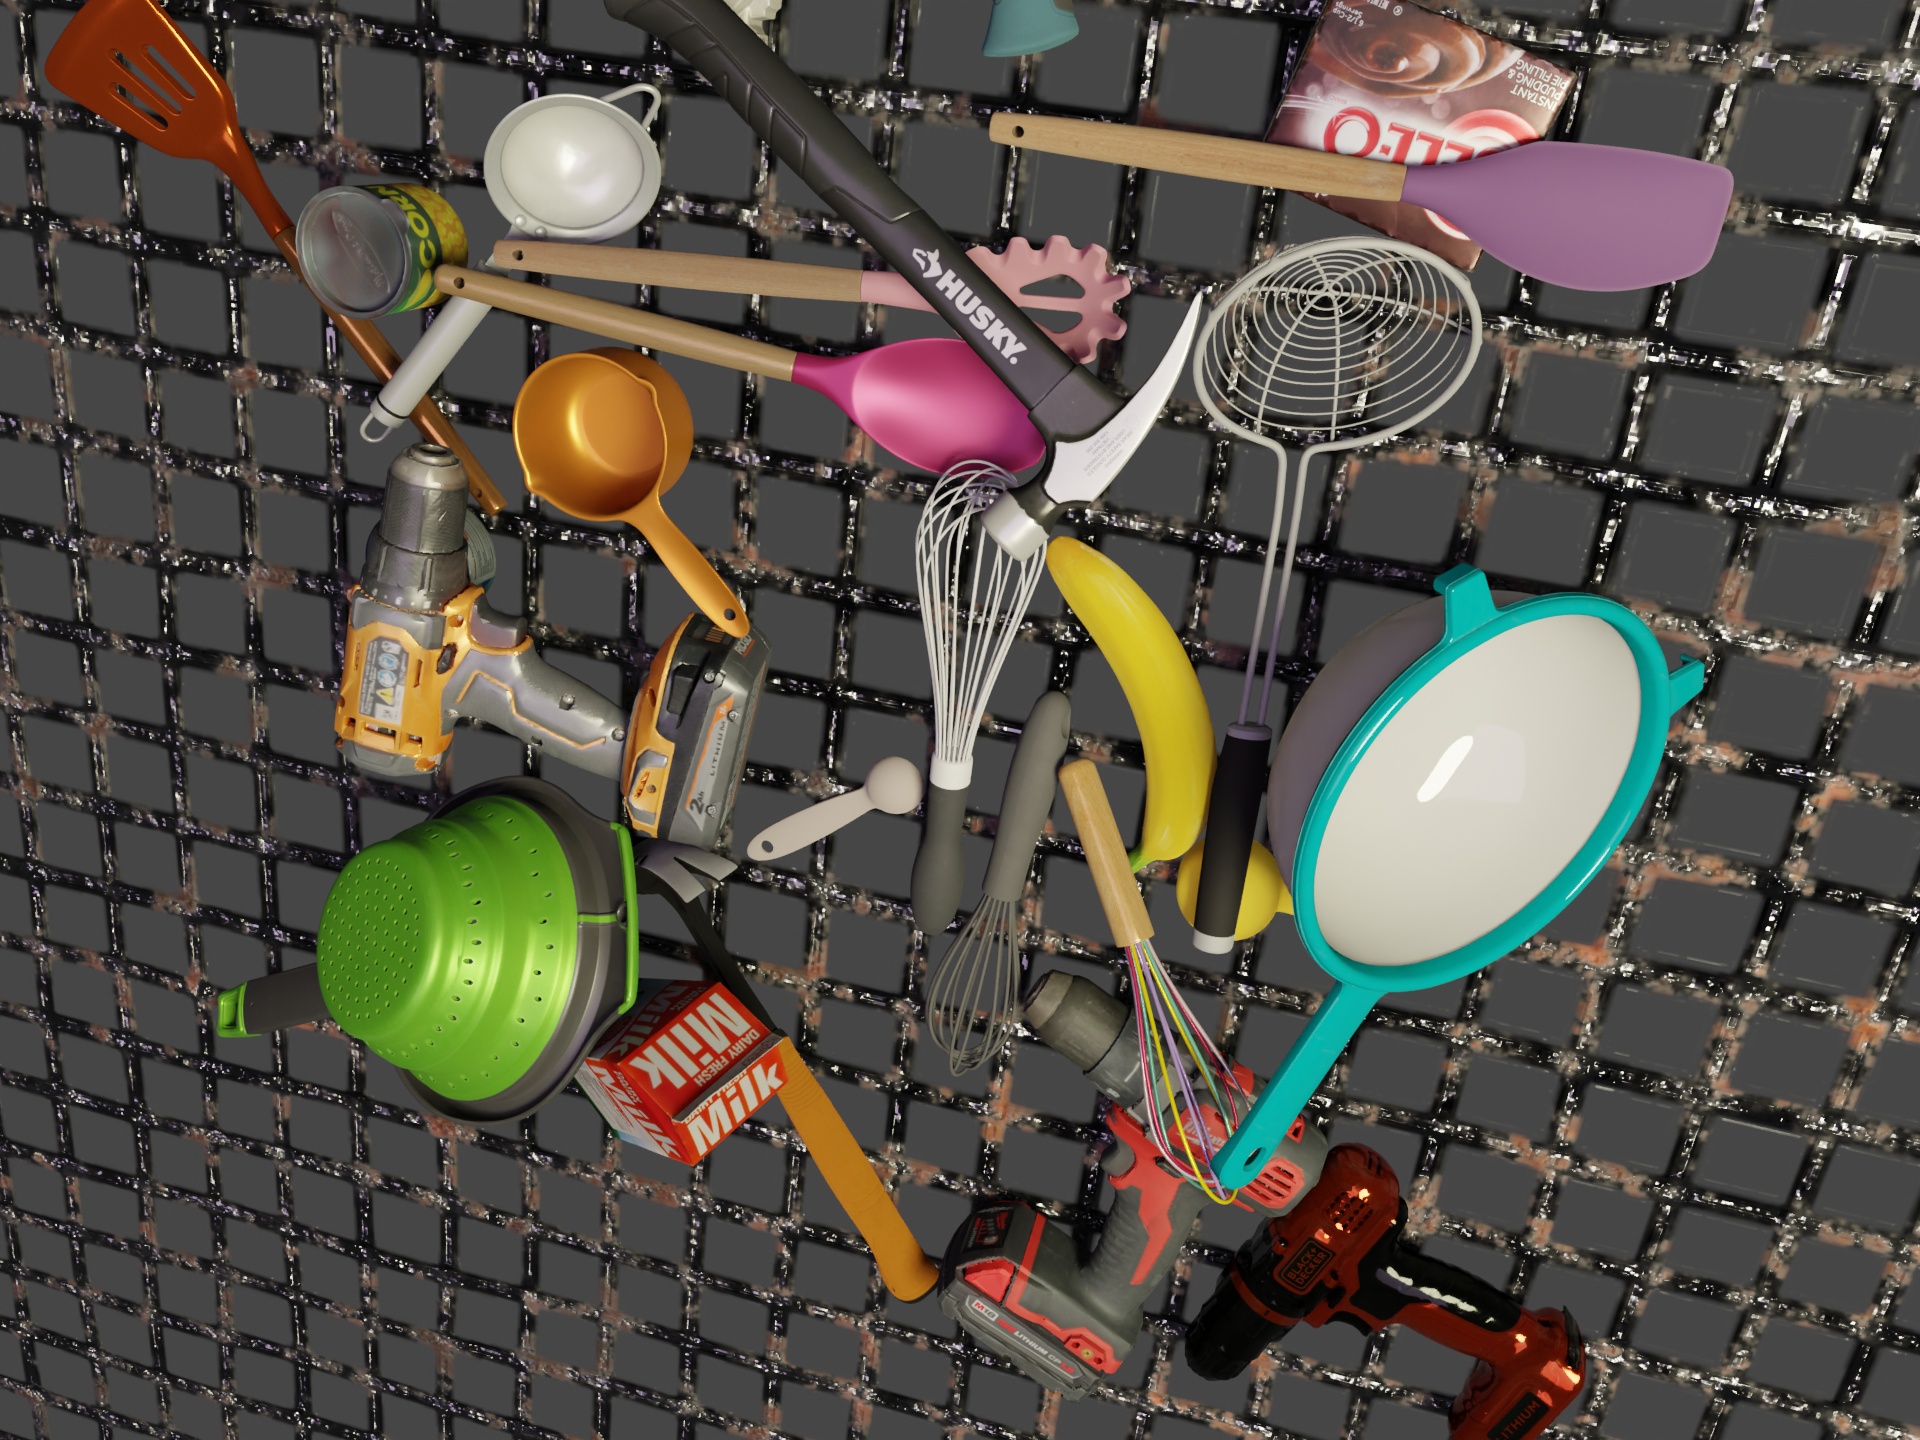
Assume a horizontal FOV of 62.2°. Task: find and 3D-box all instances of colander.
[{"bbox_3d":[-0.362,0.147,0.948,0.397,0.094,0.205,-17,70,33],"label":"colander"}]

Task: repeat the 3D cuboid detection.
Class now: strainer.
[{"bbox_3d":[0.194,0.072,0.774,0.210,0.095,0.340,14,113,-36],"label":"strainer"},{"bbox_3d":[-0.241,-0.237,0.824,0.258,0.050,0.086,-43,137,22],"label":"strainer"}]

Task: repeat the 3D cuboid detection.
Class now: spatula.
[{"bbox_3d":[-0.357,-0.243,0.864,0.081,0.041,0.322,-33,100,23],"label":"spatula"},{"bbox_3d":[0.166,-0.235,0.693,0.316,0.018,0.059,12,119,9],"label":"spatula"}]

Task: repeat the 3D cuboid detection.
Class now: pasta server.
[{"bbox_3d":[-0.076,-0.215,0.777,0.316,0.040,0.060,6,103,4],"label":"pasta server"}]

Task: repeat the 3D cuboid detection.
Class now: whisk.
[{"bbox_3d":[0.025,0.094,0.889,0.055,0.055,0.239,17,109,8],"label":"whisk"},{"bbox_3d":[-0.002,-0.003,0.853,0.070,0.070,0.284,13,118,10],"label":"whisk"},{"bbox_3d":[0.101,0.137,0.844,0.051,0.047,0.245,-25,83,61],"label":"whisk"}]

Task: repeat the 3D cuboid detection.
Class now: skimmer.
[{"bbox_3d":[0.154,-0.044,0.758,0.127,0.090,0.363,5,107,-6],"label":"skimmer"}]

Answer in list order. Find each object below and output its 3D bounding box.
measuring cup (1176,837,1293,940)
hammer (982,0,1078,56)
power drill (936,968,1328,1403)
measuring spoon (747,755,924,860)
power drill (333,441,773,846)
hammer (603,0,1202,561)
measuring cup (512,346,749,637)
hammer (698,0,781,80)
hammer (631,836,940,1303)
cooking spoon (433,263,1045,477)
[{"bbox_3d":[0.191,0.107,0.852,0.156,0.029,0.062,18,114,11],"label":"measuring cup"},{"bbox_3d":[0.049,-0.457,0.674,0.128,0.033,0.330,11,113,10],"label":"hammer"},{"bbox_3d":[0.075,0.265,0.923,0.188,0.080,0.226,35,112,0],"label":"power drill"},{"bbox_3d":[-0.076,0.057,0.914,0.124,0.018,0.034,-26,102,23],"label":"measuring spoon"},{"bbox_3d":[-0.222,-0.039,0.866,0.226,0.084,0.185,16,114,-1],"label":"power drill"},{"bbox_3d":[-0.035,-0.241,0.733,0.335,0.035,0.146,45,105,-3],"label":"hammer"},{"bbox_3d":[-0.161,-0.121,0.851,0.095,0.052,0.173,-33,101,24],"label":"measuring cup"},{"bbox_3d":[-0.280,-0.409,0.782,0.410,0.038,0.146,11,111,11],"label":"hammer"},{"bbox_3d":[-0.096,0.216,0.946,0.127,0.034,0.336,3,125,59],"label":"hammer"},{"bbox_3d":[-0.109,-0.186,0.804,0.319,0.017,0.068,14,110,-2],"label":"cooking spoon"}]
